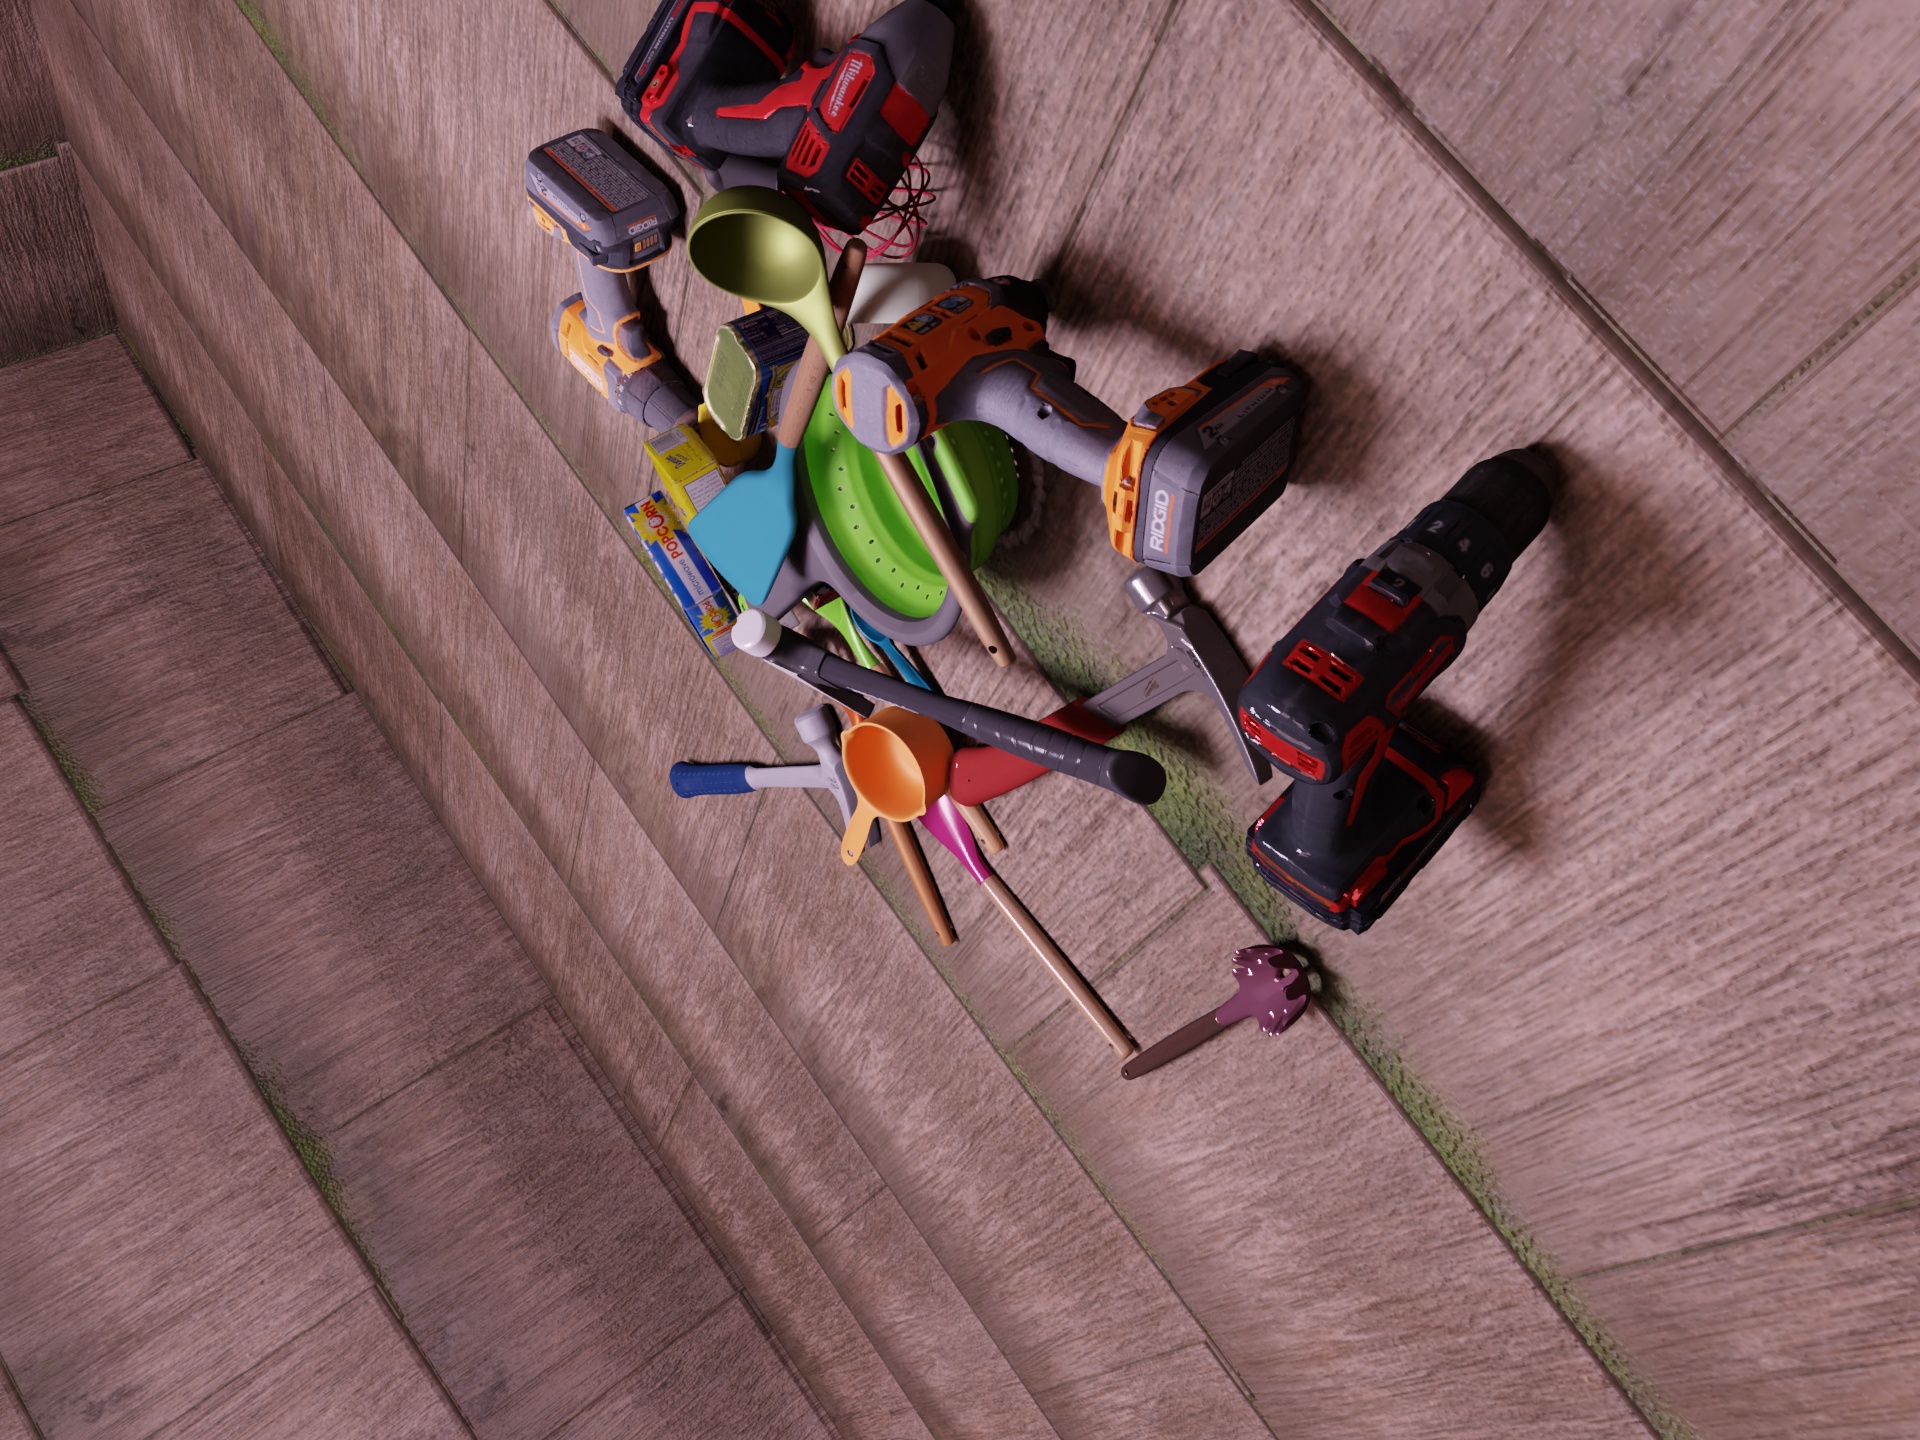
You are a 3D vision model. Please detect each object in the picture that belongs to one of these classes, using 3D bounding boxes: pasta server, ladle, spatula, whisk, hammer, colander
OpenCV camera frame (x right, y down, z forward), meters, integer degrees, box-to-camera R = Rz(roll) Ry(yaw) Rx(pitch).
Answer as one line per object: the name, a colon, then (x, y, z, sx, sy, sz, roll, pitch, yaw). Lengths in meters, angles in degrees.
pasta server: (0.174, 0.224, 1.156, 0.060, 0.040, 0.316, 65, 155, 16)
ladle: (-0.054, -0.162, 0.927, 0.078, 0.062, 0.320, -16, 111, 41)
spatula: (-0.111, -0.191, 1.025, 0.082, 0.044, 0.317, 48, 148, 10)
whisk: (-0.102, -0.352, 1.050, 0.296, 0.073, 0.073, 33, 142, 51)
hammer: (-0.002, -0.004, 1.106, 0.335, 0.035, 0.146, 20, 173, 37)
hammer: (0.085, 0.014, 1.106, 0.149, 0.037, 0.359, 59, 151, 2)
spatula: (-0.078, 0.064, 1.406, 0.081, 0.041, 0.322, 1, 118, 57)
hammer: (-0.204, 0.064, 1.611, 0.405, 0.035, 0.144, -5, 112, 59)
colander: (-0.062, -0.142, 1.132, 0.204, 0.094, 0.397, 62, 152, 0)

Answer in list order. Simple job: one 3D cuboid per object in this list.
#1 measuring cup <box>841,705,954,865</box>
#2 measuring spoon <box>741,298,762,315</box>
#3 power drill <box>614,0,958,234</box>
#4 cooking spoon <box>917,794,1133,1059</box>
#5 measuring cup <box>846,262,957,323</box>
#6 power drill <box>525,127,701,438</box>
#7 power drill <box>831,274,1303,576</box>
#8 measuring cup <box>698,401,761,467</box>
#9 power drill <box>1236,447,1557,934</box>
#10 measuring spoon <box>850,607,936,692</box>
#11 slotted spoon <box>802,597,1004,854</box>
measuring cup: (-0.058, 0.057, 1.302, 0.095, 0.052, 0.173, 42, 139, 16)
measuring spoon: (-0.159, -0.305, 1.211, 0.021, 0.011, 0.117, -8, 103, 46)
power drill: (-0.098, -0.381, 0.943, 0.220, 0.143, 0.078, 33, -176, 39)
cooking spoon: (0.038, 0.153, 1.326, 0.319, 0.017, 0.068, 50, 151, 19)
measuring cup: (-0.055, -0.281, 1.041, 0.168, 0.083, 0.038, -143, 50, -64)
power drill: (-0.274, -0.342, 1.309, 0.185, 0.084, 0.226, 44, 152, 22)
power drill: (0.065, -0.177, 0.862, 0.227, 0.164, 0.084, 28, 139, 26)
measuring cup: (-0.167, -0.265, 1.272, 0.062, 0.029, 0.156, 53, 139, 13)
power drill: (0.213, -0.012, 0.774, 0.080, 0.188, 0.226, 37, 163, 28)
measuring spoon: (-0.040, -0.050, 1.272, 0.128, 0.021, 0.042, 51, 151, -3)
slotted spoon: (-0.057, -0.022, 1.310, 0.314, 0.031, 0.070, 55, 153, 4)
